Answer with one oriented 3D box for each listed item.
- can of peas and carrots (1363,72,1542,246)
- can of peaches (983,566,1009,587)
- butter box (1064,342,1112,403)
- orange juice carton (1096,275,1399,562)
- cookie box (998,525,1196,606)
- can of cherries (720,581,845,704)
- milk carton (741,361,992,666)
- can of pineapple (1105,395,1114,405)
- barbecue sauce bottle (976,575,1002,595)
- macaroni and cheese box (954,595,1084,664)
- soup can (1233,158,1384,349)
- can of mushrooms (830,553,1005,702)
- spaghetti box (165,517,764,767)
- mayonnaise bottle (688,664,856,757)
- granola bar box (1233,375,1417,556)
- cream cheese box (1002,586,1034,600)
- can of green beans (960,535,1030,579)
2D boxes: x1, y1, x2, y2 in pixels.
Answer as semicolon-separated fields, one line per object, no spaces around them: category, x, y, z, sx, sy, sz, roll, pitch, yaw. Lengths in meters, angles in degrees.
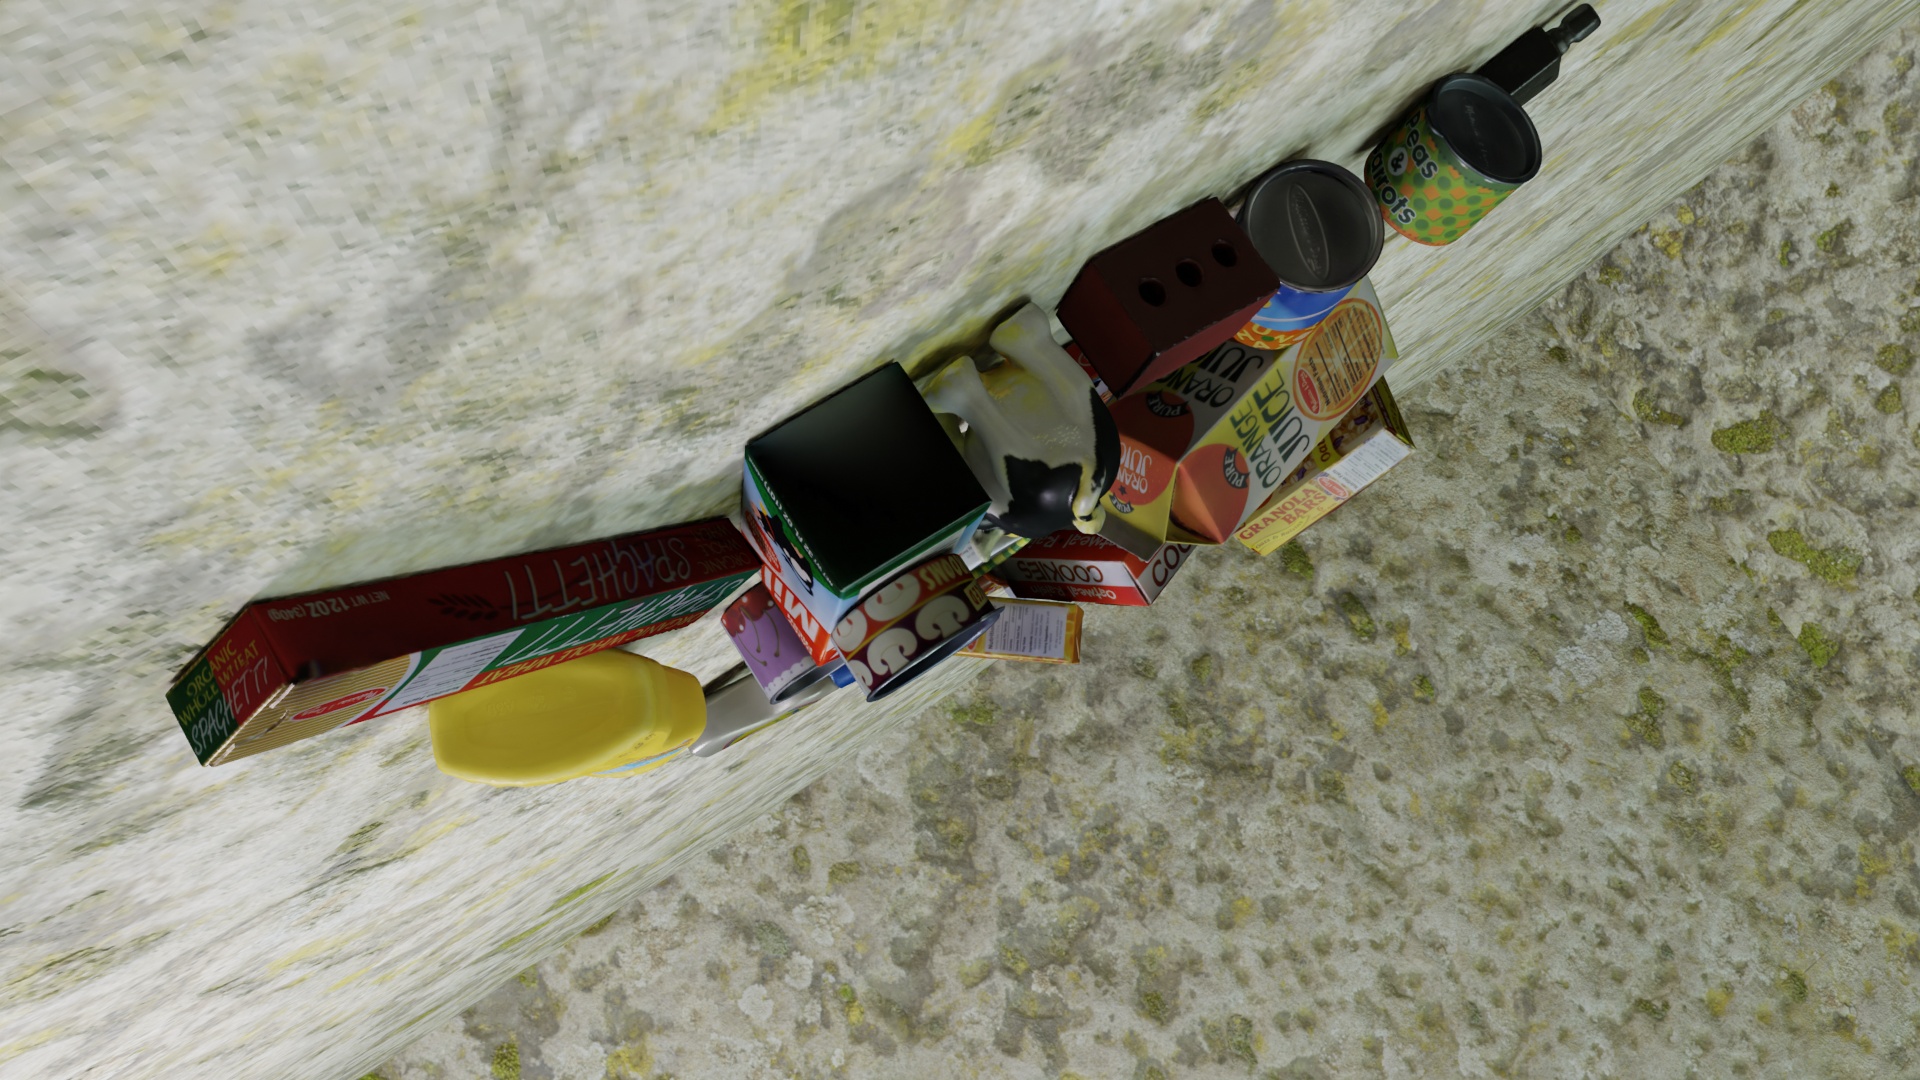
can of peas and carrots;0.247;-0.192;0.705;0.071;0.071;0.058;-29;171;-31
can of peaches;0.044;-0.007;0.969;0.058;0.071;0.071;-27;169;-38
butter box;0.062;-0.082;0.759;0.053;0.024;0.103;-32;172;-25
orange juice carton;0.143;-0.069;0.757;0.193;0.072;0.072;-46;132;-9
cookie box;0.116;-0.028;0.904;0.123;0.040;0.168;0;-138;52
can of cherries;-0.094;0.051;0.801;0.071;0.058;0.071;-33;171;-6
milk carton;-0.050;0.000;0.626;0.073;0.072;0.190;-32;171;-17
can of pineapple;0.102;-0.069;0.857;0.058;0.071;0.071;-35;172;7
barbecue sauce bottle;0.009;0.028;1.125;0.149;0.044;0.064;-25;170;-46
macaroni and cheese box;-0.007;0.055;0.897;0.166;0.040;0.123;4;175;7
soup can;0.157;-0.136;0.676;0.071;0.071;0.083;-33;172;-9
can of mushrooms;-0.017;0.035;0.578;0.071;0.033;0.071;-32;170;-6
spaghetti box;-0.160;0.028;0.508;0.050;0.029;0.251;-38;171;23
mayonnaise bottle;-0.126;0.106;0.988;0.148;0.041;0.065;-26;176;3
granola bar box;0.224;-0.088;0.936;0.039;0.166;0.123;30;126;-31
cream cheese box;0.051;0.008;1.056;0.053;0.024;0.104;-35;-154;8
can of green beans;0.003;-0.011;0.822;0.071;0.058;0.071;-33;172;-5
